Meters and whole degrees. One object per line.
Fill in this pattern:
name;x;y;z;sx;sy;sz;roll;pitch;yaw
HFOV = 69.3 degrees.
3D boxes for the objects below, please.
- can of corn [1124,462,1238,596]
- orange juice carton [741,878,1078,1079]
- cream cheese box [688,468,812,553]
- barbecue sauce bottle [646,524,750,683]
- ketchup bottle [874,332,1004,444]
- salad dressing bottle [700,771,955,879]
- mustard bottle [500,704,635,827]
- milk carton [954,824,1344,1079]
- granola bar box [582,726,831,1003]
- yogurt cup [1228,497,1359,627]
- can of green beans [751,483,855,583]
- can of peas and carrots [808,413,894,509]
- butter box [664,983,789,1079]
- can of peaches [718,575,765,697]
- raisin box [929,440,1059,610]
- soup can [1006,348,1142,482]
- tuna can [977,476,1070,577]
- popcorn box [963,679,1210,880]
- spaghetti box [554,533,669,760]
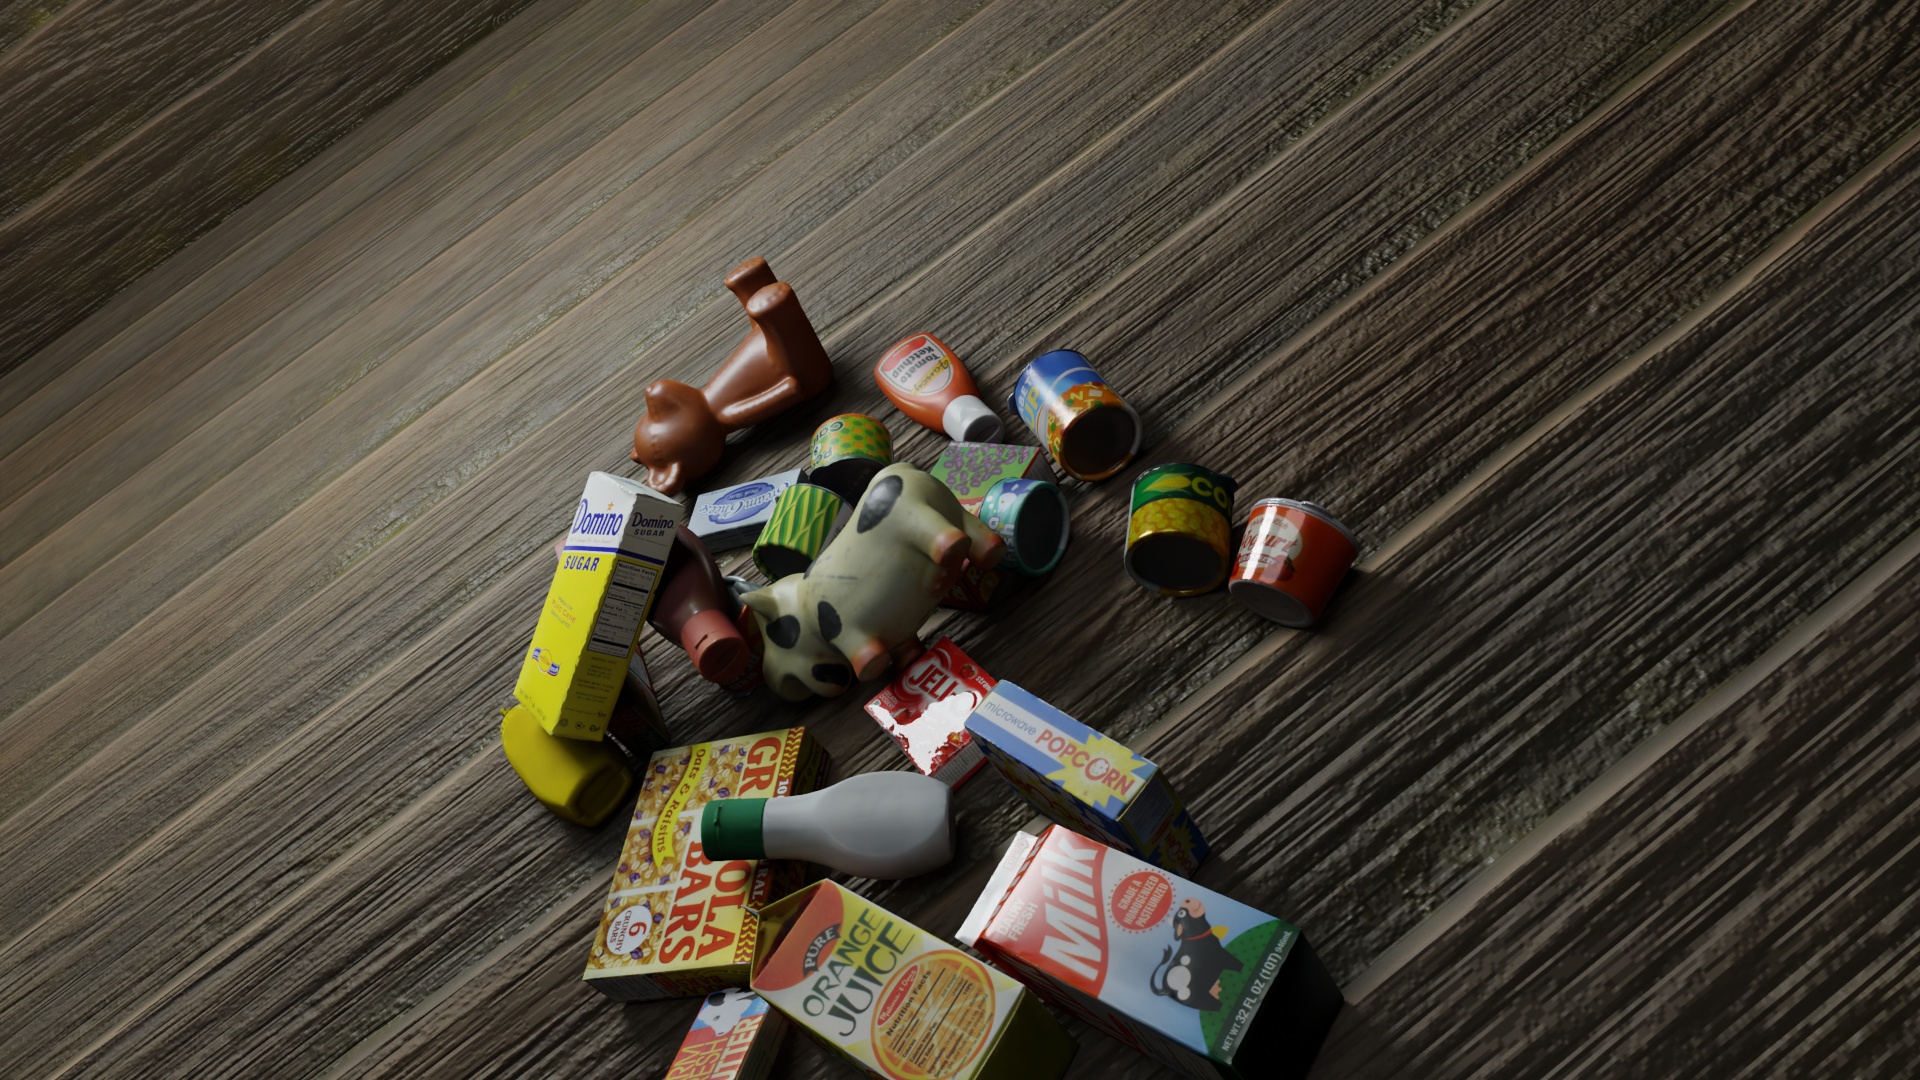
can of corn;0.140;-0.007;0.875;0.071;0.071;0.058;-11;46;26
orange juice carton;-0.040;0.245;0.739;0.193;0.071;0.073;14;59;42
cream cheese box;-0.172;-0.022;1.135;0.103;0.024;0.054;-13;45;24
barbecue sauce bottle;-0.189;0.045;0.970;0.065;0.043;0.149;-48;40;2
ketchup bottle;-0.013;-0.114;1.106;0.065;0.043;0.149;-37;40;-4
salad dressing bottle;-0.078;0.170;0.826;0.148;0.043;0.064;-2;50;5
mustard bottle;-0.300;0.154;1.025;0.065;0.048;0.160;-49;41;-15
milk carton;0.083;0.205;0.695;0.190;0.073;0.072;14;59;42
granola bar box;-0.157;0.205;0.884;0.124;0.039;0.166;-13;44;22
yogurt cup;0.194;0.015;0.821;0.072;0.072;0.054;12;66;41
can of green beans;-0.115;0.000;1.041;0.071;0.071;0.058;-2;50;33
can of peas and carrots;-0.085;-0.057;1.075;0.071;0.070;0.059;-23;40;13
butter box;-0.129;0.285;0.764;0.053;0.024;0.104;-19;16;17
can of peaches;-0.166;0.070;1.012;0.071;0.058;0.071;-19;41;17
raisin box;0.004;-0.012;0.995;0.086;0.040;0.124;8;53;38
soup can;0.081;-0.089;0.997;0.071;0.071;0.084;-33;40;1
tuna can;0.042;-0.009;0.941;0.033;0.071;0.071;9;56;39
popcorn box;0.068;0.135;0.766;0.038;0.085;0.127;-47;41;-16
spaghetti box;-0.276;0.074;1.088;0.029;0.050;0.251;-34;39;-1
